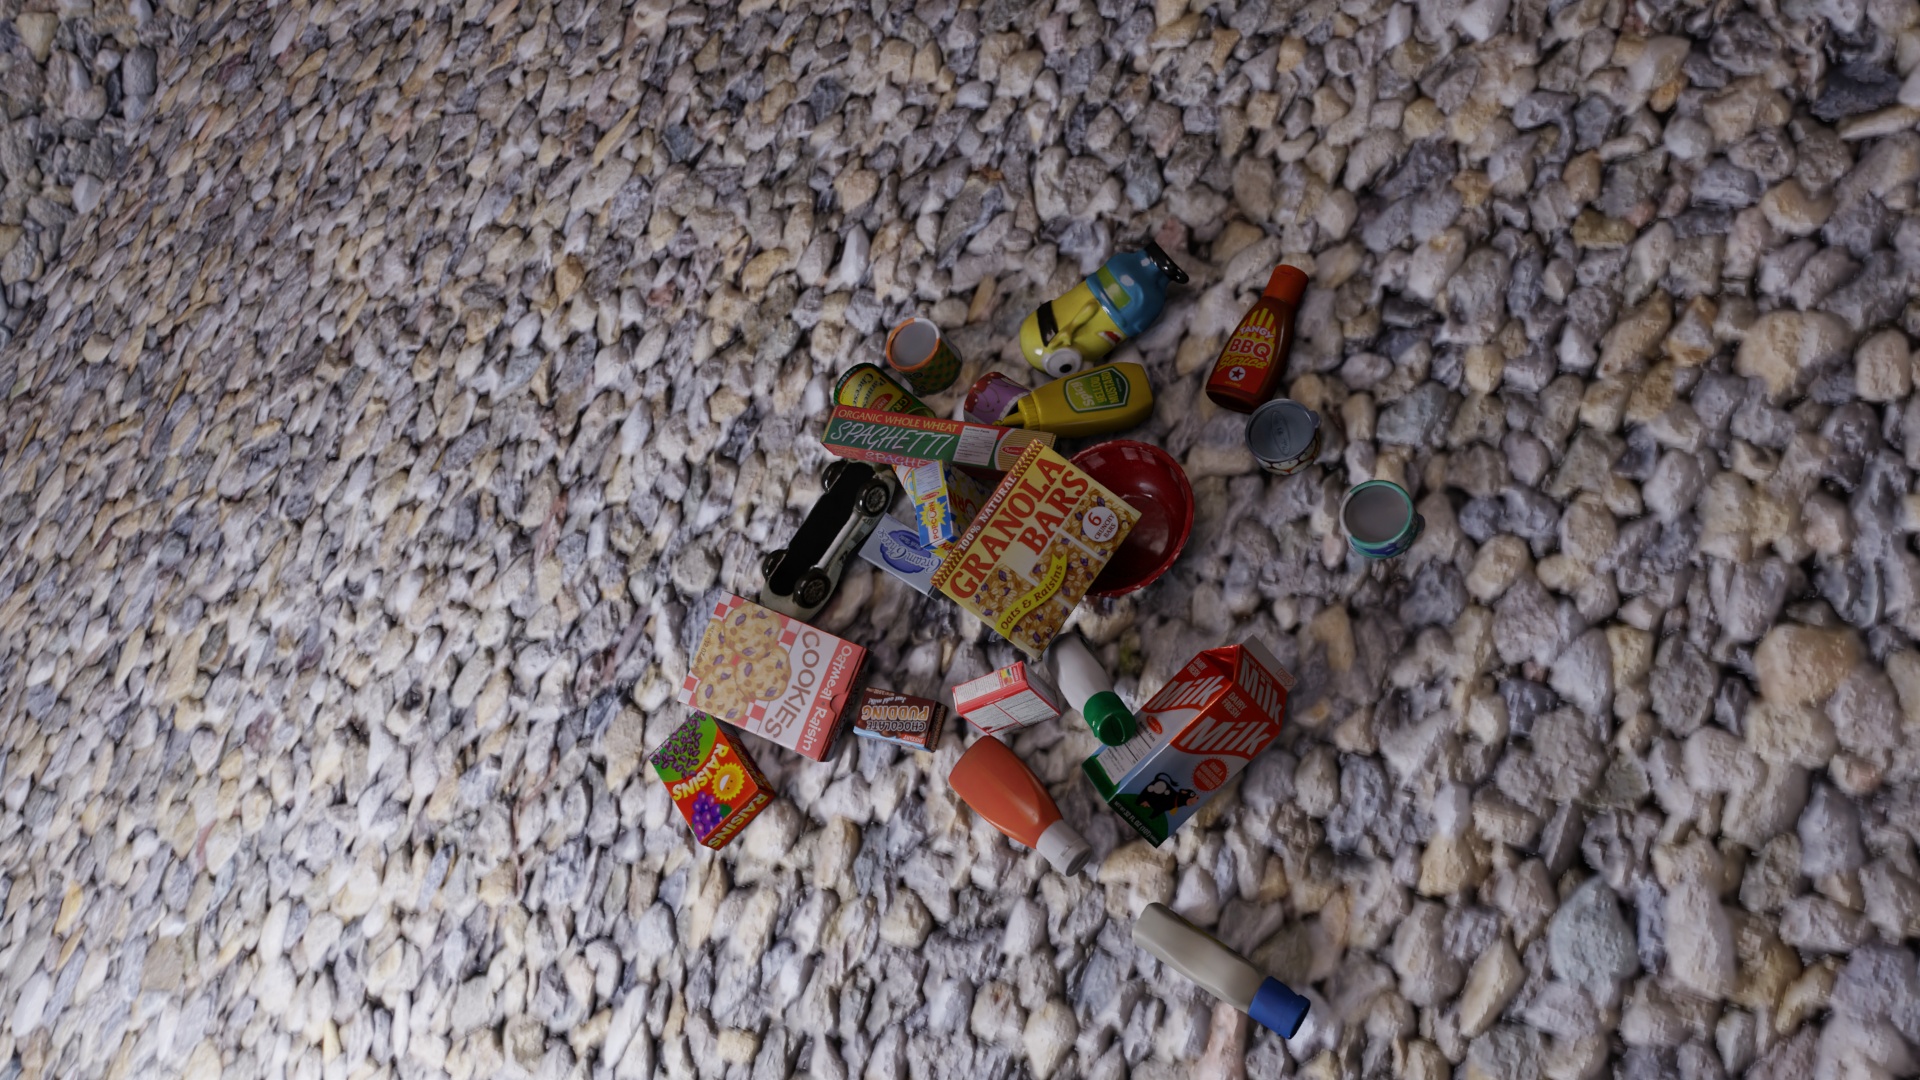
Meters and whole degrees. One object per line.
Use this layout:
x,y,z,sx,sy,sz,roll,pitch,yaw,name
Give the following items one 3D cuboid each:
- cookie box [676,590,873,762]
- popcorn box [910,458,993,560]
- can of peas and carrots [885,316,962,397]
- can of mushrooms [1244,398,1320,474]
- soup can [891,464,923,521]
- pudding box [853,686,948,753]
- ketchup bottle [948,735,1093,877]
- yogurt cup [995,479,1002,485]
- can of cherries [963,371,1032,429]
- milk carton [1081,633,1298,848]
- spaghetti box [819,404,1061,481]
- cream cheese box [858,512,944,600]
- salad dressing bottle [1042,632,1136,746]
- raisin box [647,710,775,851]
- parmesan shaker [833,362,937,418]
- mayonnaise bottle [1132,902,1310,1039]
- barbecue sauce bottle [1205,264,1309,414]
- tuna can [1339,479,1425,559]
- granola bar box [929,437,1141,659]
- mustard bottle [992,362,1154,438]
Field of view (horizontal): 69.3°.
-0.188,0.138,1.413,0.167,0.040,0.123,21,85,15,cookie box
0.005,-0.017,1.368,0.038,0.126,0.085,-22,61,26,popcorn box
-0.041,-0.199,1.510,0.071,0.058,0.071,-10,64,22,can of peas and carrots
0.308,-0.098,1.314,0.071,0.033,0.071,-10,64,22,can of mushrooms
-0.031,-0.065,1.441,0.071,0.071,0.084,-35,58,8,soup can
-0.059,0.177,1.372,0.084,0.030,0.050,8,73,28,pudding box
0.058,0.247,1.277,0.149,0.043,0.065,40,90,33,ketchup bottle
0.069,-0.063,1.401,0.072,0.054,0.072,-10,64,21,yogurt cup
0.047,-0.136,1.436,0.058,0.071,0.071,35,86,34,can of cherries
0.205,0.167,1.209,0.190,0.072,0.073,-45,22,3,milk carton
-0.022,-0.097,1.398,0.250,0.028,0.050,10,68,24,spaghetti box
-0.052,0.016,1.442,0.104,0.024,0.053,29,83,32,cream cheese box
0.117,0.135,1.257,0.044,0.064,0.148,-23,26,-5,salad dressing bottle
-0.257,0.244,1.433,0.086,0.040,0.124,-43,56,2,raisin box
-0.084,-0.138,1.500,0.071,0.071,0.103,-49,57,0,parmesan shaker
0.215,0.354,1.146,0.148,0.064,0.041,27,79,28,mayonnaise bottle
0.296,-0.198,1.357,0.065,0.043,0.149,19,77,33,barbecue sauce bottle
0.378,-0.019,1.246,0.071,0.032,0.071,-10,65,22,tuna can
0.069,0.008,1.284,0.124,0.039,0.165,36,86,5,granola bar box
0.110,-0.133,1.385,0.160,0.048,0.065,-14,65,-6,mustard bottle
